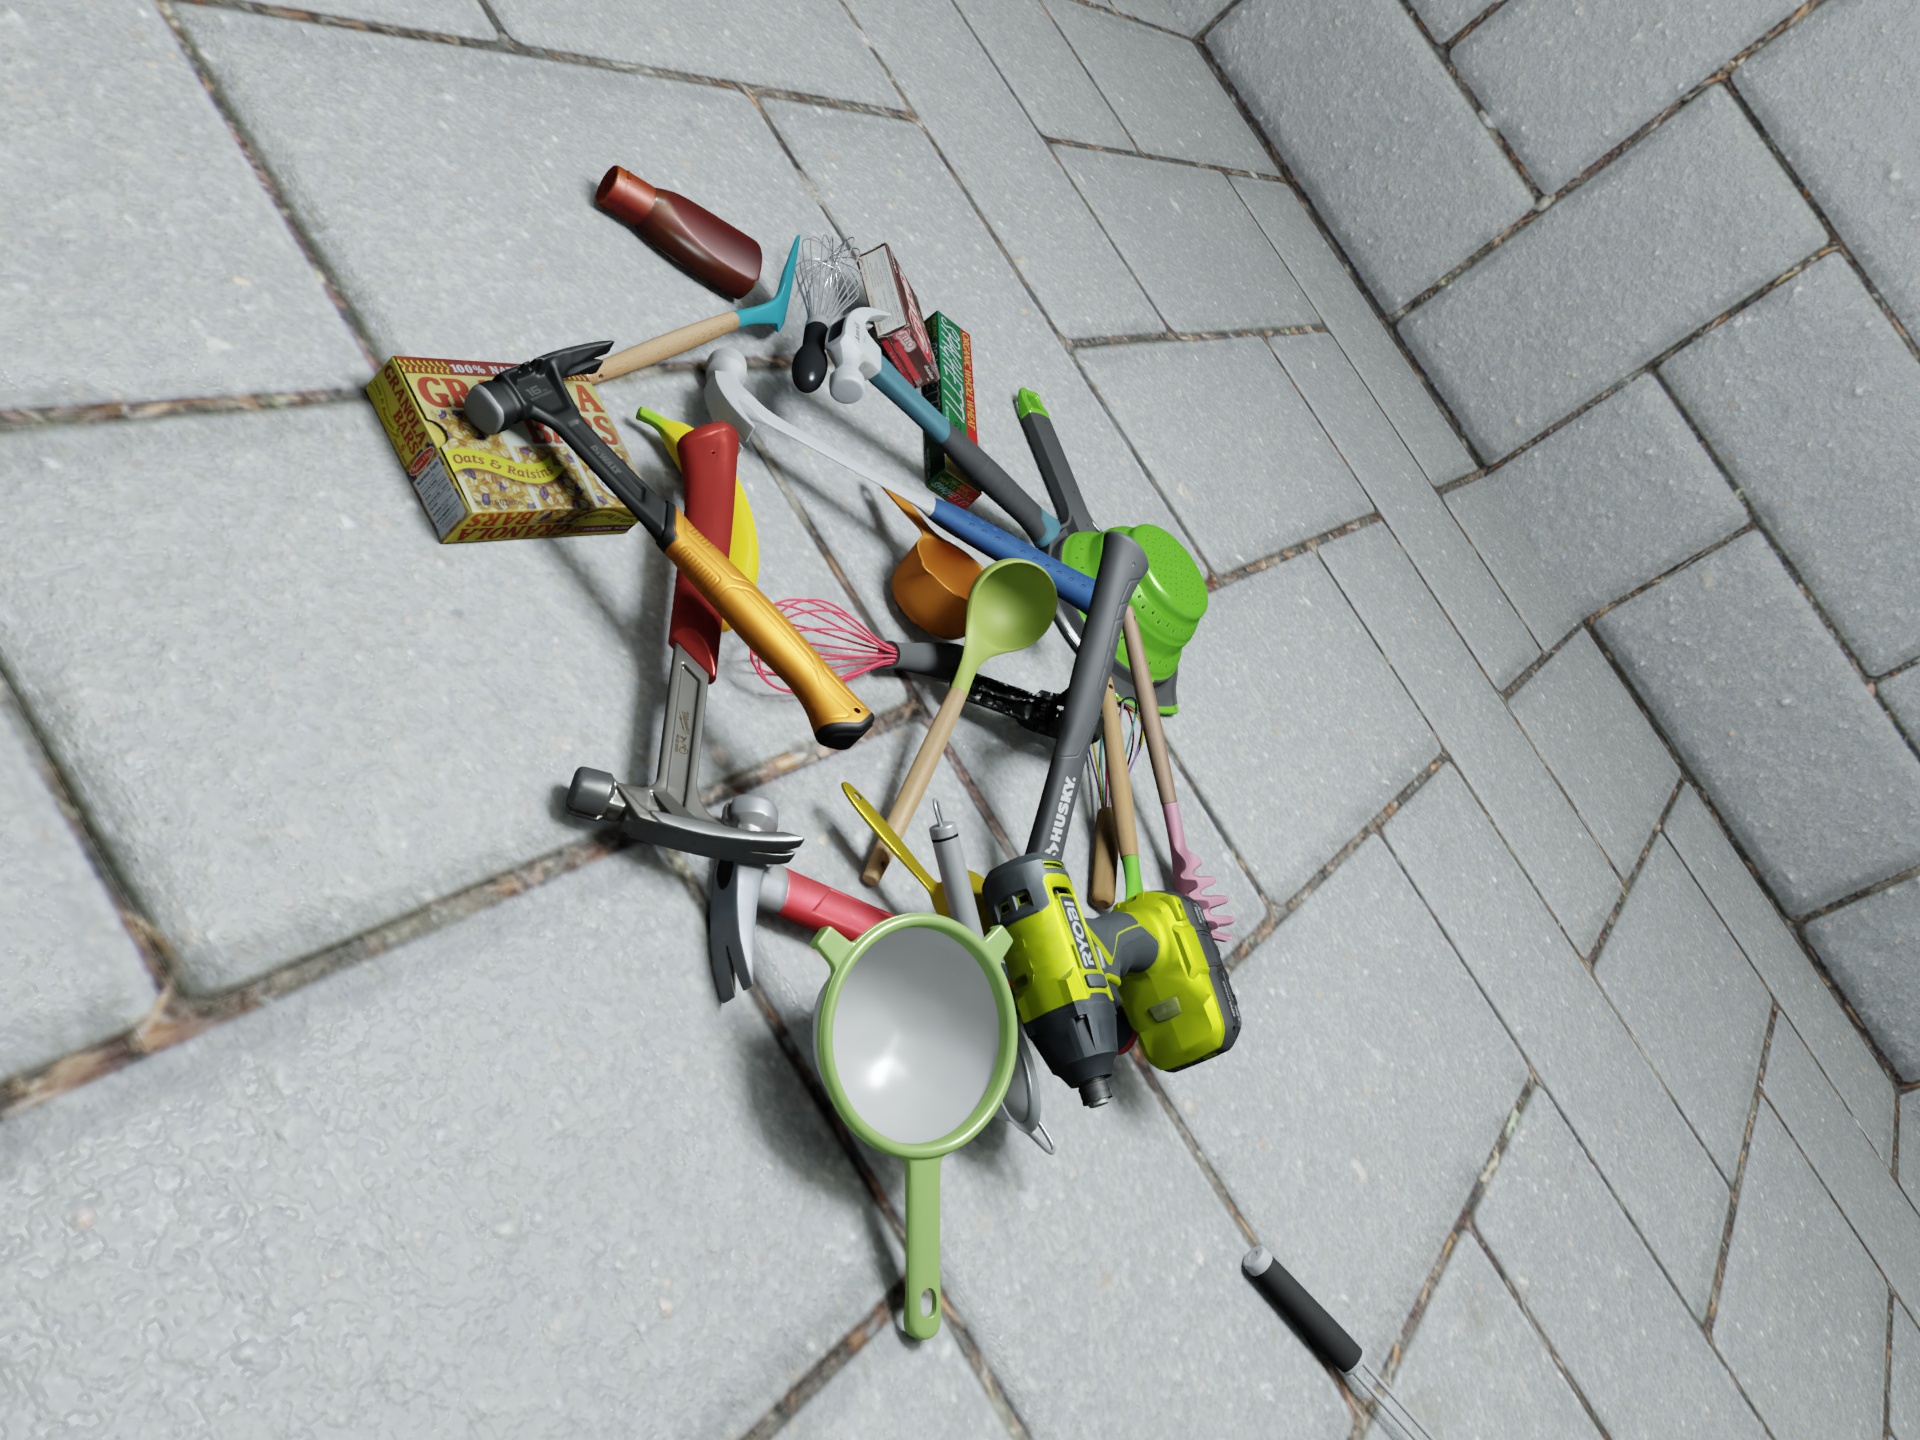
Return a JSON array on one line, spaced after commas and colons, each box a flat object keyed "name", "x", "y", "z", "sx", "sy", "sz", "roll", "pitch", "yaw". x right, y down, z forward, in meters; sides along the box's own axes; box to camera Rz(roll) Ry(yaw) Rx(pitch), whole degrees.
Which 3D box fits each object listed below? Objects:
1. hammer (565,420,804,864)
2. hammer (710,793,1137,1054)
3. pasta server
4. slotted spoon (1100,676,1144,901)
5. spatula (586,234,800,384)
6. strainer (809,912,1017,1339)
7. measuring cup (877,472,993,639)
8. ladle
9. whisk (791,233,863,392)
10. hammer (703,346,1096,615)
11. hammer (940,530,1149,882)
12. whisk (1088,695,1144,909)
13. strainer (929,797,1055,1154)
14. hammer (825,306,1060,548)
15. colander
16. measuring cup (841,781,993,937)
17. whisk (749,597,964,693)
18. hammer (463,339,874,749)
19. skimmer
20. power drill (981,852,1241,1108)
[{"name": "hammer", "x": -0.173, "y": -0.068, "z": 1.099, "sx": 0.149, "sy": 0.036, "sz": 0.359, "roll": 15, "pitch": 50, "yaw": -20}, {"name": "hammer", "x": -0.012, "y": 0.184, "z": 1.128, "sx": 0.386, "sy": 0.038, "sz": 0.143, "roll": 29, "pitch": 42, "yaw": -34}, {"name": "pasta server", "x": 0.191, "y": 0.047, "z": 1.442, "sx": 0.060, "sy": 0.040, "sz": 0.316, "roll": 5, "pitch": 72, "yaw": -65}, {"name": "slotted spoon", "x": 0.142, "y": 0.095, "z": 1.355, "sx": 0.070, "sy": 0.031, "sz": 0.314, "roll": 18, "pitch": 52, "yaw": -33}, {"name": "spatula", "x": -0.214, "y": -0.329, "z": 1.322, "sx": 0.044, "sy": 0.082, "sz": 0.317, "roll": 30, "pitch": 38, "yaw": 17}, {"name": "strainer", "x": -0.040, "y": 0.251, "z": 1.001, "sx": 0.151, "sy": 0.069, "sz": 0.256, "roll": 5, "pitch": 80, "yaw": -37}, {"name": "measuring cup", "x": -0.039, "y": -0.141, "z": 1.378, "sx": 0.095, "sy": 0.052, "sz": 0.174, "roll": 0, "pitch": 46, "yaw": -53}, {"name": "ladle", "x": -0.002, "y": -0.004, "z": 1.231, "sx": 0.078, "sy": 0.062, "sz": 0.320, "roll": 49, "pitch": 48, "yaw": -29}, {"name": "whisk", "x": -0.126, "y": -0.365, "z": 1.425, "sx": 0.070, "sy": 0.070, "sz": 0.285, "roll": 37, "pitch": 30, "yaw": -24}, {"name": "hammer", "x": -0.035, "y": -0.182, "z": 1.348, "sx": 0.405, "sy": 0.035, "sz": 0.144, "roll": 26, "pitch": 27, "yaw": -24}, {"name": "hammer", "x": 0.084, "y": 0.014, "z": 1.238, "sx": 0.146, "sy": 0.035, "sz": 0.335, "roll": 20, "pitch": 82, "yaw": -35}, {"name": "whisk", "x": 0.138, "y": 0.067, "z": 1.416, "sx": 0.047, "sy": 0.051, "sz": 0.245, "roll": 42, "pitch": 38, "yaw": -29}, {"name": "strainer", "x": 0.012, "y": 0.177, "z": 1.082, "sx": 0.087, "sy": 0.050, "sz": 0.258, "roll": -34, "pitch": 111, "yaw": -72}, {"name": "hammer", "x": -0.009, "y": -0.254, "z": 1.450, "sx": 0.330, "sy": 0.033, "sz": 0.128, "roll": 38, "pitch": 37, "yaw": -42}, {"name": "colander", "x": 0.156, "y": -0.200, "z": 1.626, "sx": 0.204, "sy": 0.094, "sz": 0.397, "roll": 8, "pitch": 55, "yaw": -48}, {"name": "measuring cup", "x": -0.025, "y": 0.095, "z": 1.133, "sx": 0.156, "sy": 0.029, "sz": 0.062, "roll": 48, "pitch": 20, "yaw": 0}, {"name": "whisk", "x": -0.068, "y": -0.054, "z": 1.256, "sx": 0.295, "sy": 0.073, "sz": 0.073, "roll": 3, "pitch": 58, "yaw": -58}, {"name": "hammer", "x": -0.177, "y": -0.115, "z": 1.073, "sx": 0.337, "sy": 0.034, "sz": 0.127, "roll": 47, "pitch": 41, "yaw": 1}, {"name": "skimmer", "x": 0.360, "y": 0.541, "z": 1.227, "sx": 0.363, "sy": 0.090, "sz": 0.127, "roll": 47, "pitch": 65, "yaw": -7}, {"name": "power drill", "x": 0.112, "y": 0.190, "z": 1.143, "sx": 0.223, "sy": 0.080, "sz": 0.171, "roll": 15, "pitch": 51, "yaw": -55}]
